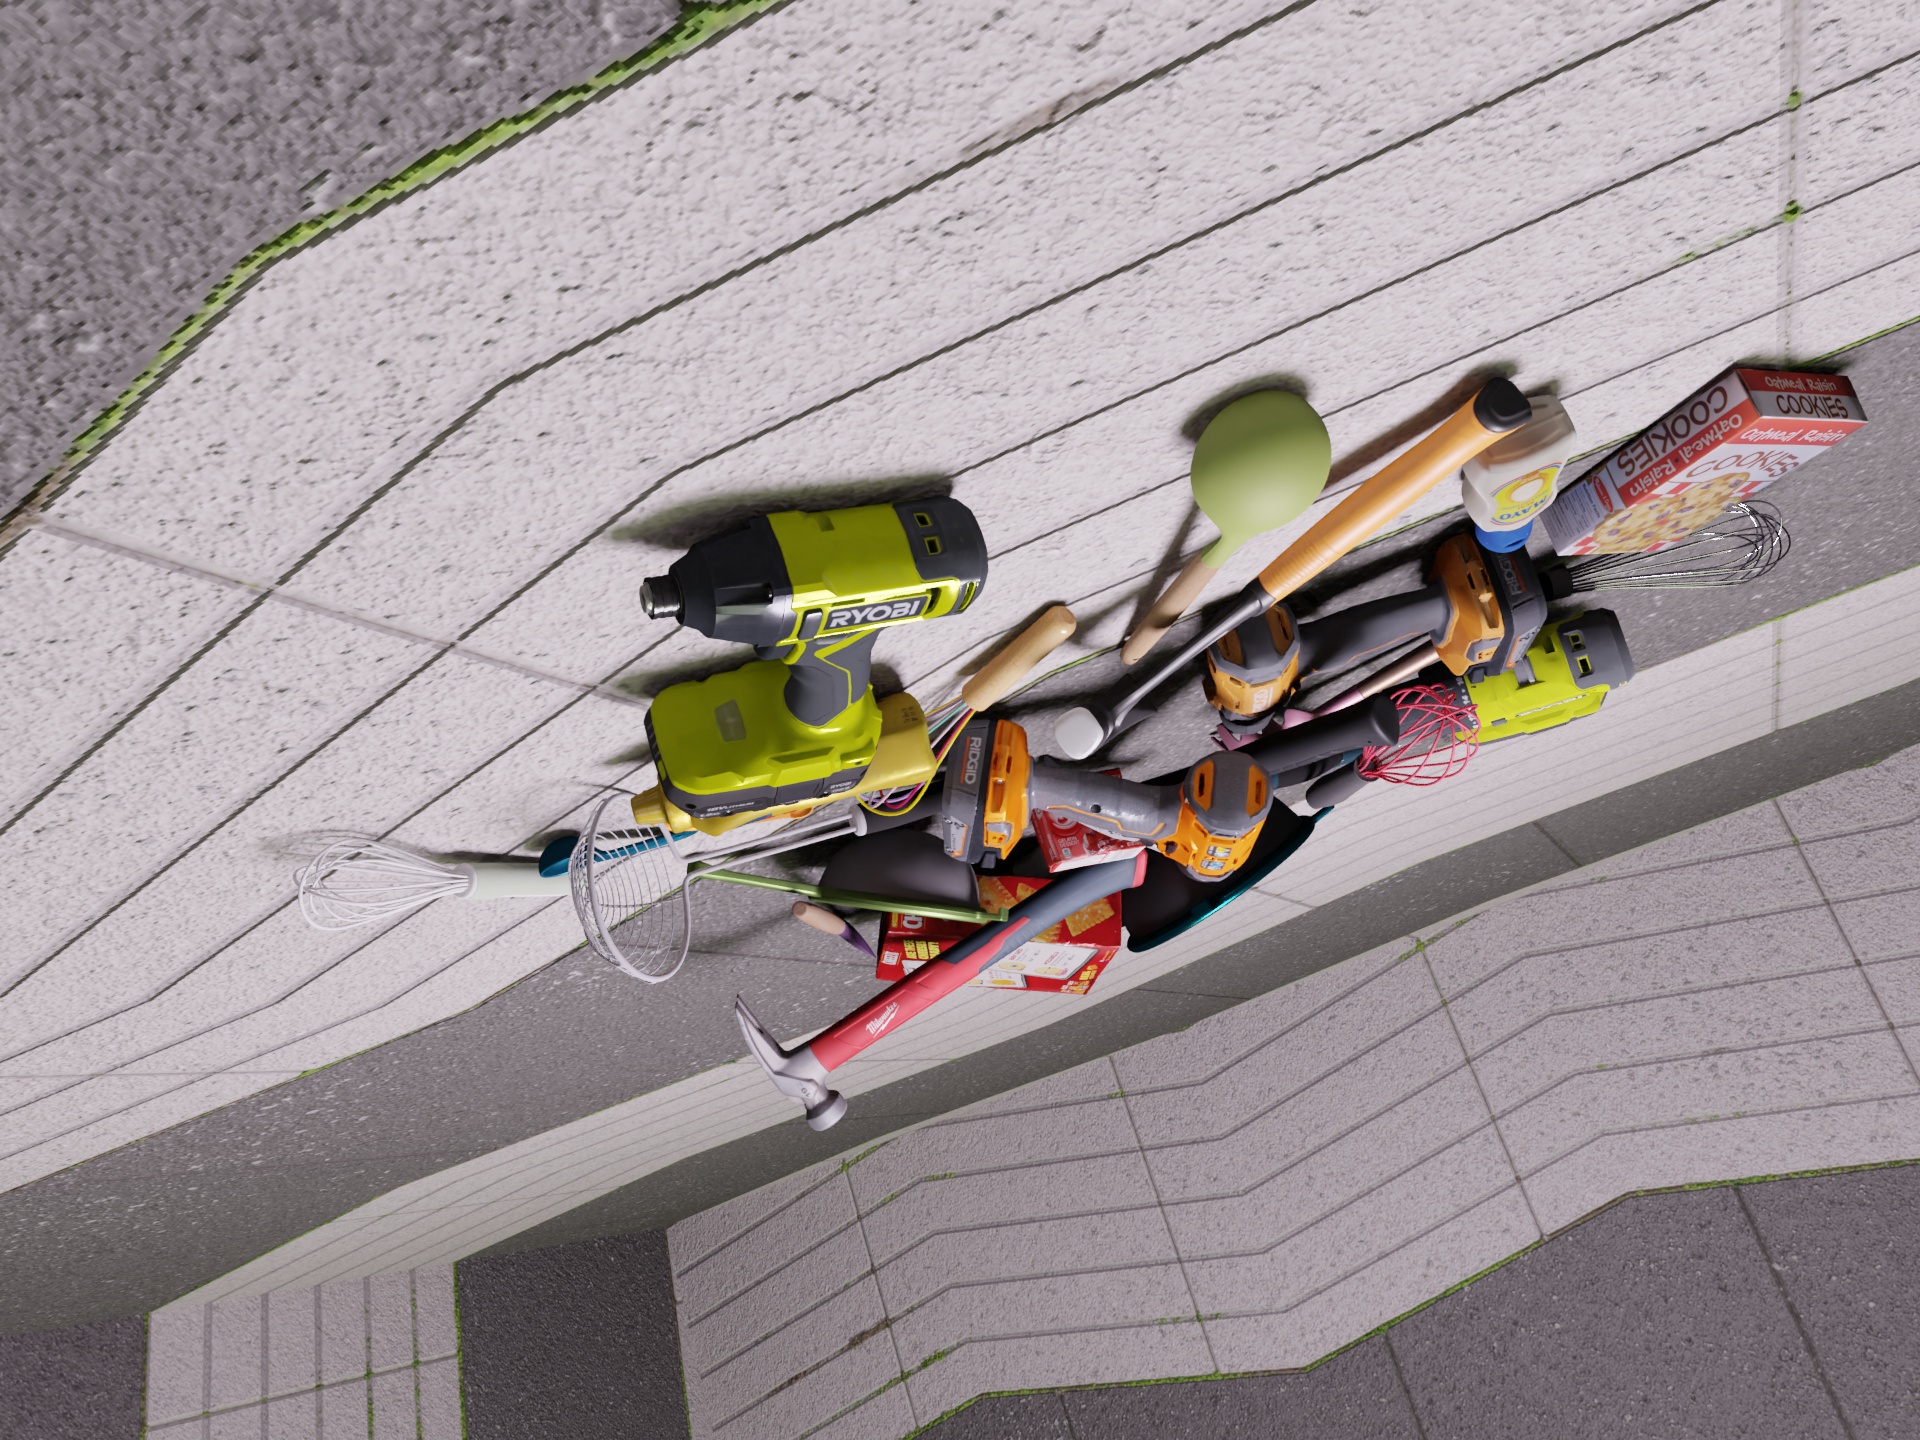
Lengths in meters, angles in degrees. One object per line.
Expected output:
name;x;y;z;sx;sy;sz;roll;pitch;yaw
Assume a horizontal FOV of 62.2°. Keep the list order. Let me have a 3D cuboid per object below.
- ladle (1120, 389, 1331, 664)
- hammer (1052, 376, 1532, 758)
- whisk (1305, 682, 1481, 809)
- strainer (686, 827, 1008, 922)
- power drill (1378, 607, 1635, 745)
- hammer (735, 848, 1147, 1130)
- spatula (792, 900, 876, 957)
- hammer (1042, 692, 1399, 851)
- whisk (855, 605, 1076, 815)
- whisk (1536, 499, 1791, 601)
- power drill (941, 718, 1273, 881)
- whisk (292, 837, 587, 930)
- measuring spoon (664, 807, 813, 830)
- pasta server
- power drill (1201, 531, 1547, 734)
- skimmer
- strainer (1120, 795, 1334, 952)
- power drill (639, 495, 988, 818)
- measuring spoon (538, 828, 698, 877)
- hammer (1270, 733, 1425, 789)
ladle;0.139;-0.100;0.954;0.078;0.062;0.320;-15;167;-14
hammer;0.201;-0.090;0.971;0.337;0.034;0.127;-40;174;30
whisk;0.316;0.031;1.202;0.073;0.073;0.295;-15;168;-9
strainer;-0.094;0.114;1.287;0.256;0.069;0.151;12;172;-25
power drill;0.435;-0.026;1.279;0.190;0.080;0.228;-19;171;20
hammer;-0.010;0.203;1.397;0.386;0.143;0.038;-34;-166;4
spatula;-0.111;0.181;1.399;0.018;0.060;0.315;-45;168;-5
hammer;0.194;0.035;1.185;0.146;0.035;0.335;23;155;-25
whisk;0.000;-0.002;1.071;0.051;0.047;0.245;-4;153;-43
whisk;0.482;-0.111;1.201;0.284;0.070;0.070;-14;161;2
power drill;0.104;0.070;1.165;0.226;0.084;0.164;7;155;4
whisk;-0.338;0.108;1.061;0.058;0.059;0.246;15;-177;29
measuring spoon;-0.164;0.068;1.164;0.117;0.011;0.021;-5;148;-25
pasta server;0.348;-0.044;1.299;0.316;0.040;0.060;-32;156;24
power drill;0.285;-0.051;1.144;0.226;0.084;0.185;-15;161;3
skimmer;-0.110;0.084;1.128;0.363;0.127;0.090;-14;180;-35
strainer;0.194;0.139;1.543;0.211;0.095;0.340;-34;178;-30
power drill;-0.096;-0.033;0.857;0.171;0.080;0.223;-11;155;-23
measuring spoon;-0.244;0.085;1.134;0.128;0.021;0.042;-13;163;-43
hammer;0.314;0.035;1.383;0.128;0.033;0.331;-35;166;31
